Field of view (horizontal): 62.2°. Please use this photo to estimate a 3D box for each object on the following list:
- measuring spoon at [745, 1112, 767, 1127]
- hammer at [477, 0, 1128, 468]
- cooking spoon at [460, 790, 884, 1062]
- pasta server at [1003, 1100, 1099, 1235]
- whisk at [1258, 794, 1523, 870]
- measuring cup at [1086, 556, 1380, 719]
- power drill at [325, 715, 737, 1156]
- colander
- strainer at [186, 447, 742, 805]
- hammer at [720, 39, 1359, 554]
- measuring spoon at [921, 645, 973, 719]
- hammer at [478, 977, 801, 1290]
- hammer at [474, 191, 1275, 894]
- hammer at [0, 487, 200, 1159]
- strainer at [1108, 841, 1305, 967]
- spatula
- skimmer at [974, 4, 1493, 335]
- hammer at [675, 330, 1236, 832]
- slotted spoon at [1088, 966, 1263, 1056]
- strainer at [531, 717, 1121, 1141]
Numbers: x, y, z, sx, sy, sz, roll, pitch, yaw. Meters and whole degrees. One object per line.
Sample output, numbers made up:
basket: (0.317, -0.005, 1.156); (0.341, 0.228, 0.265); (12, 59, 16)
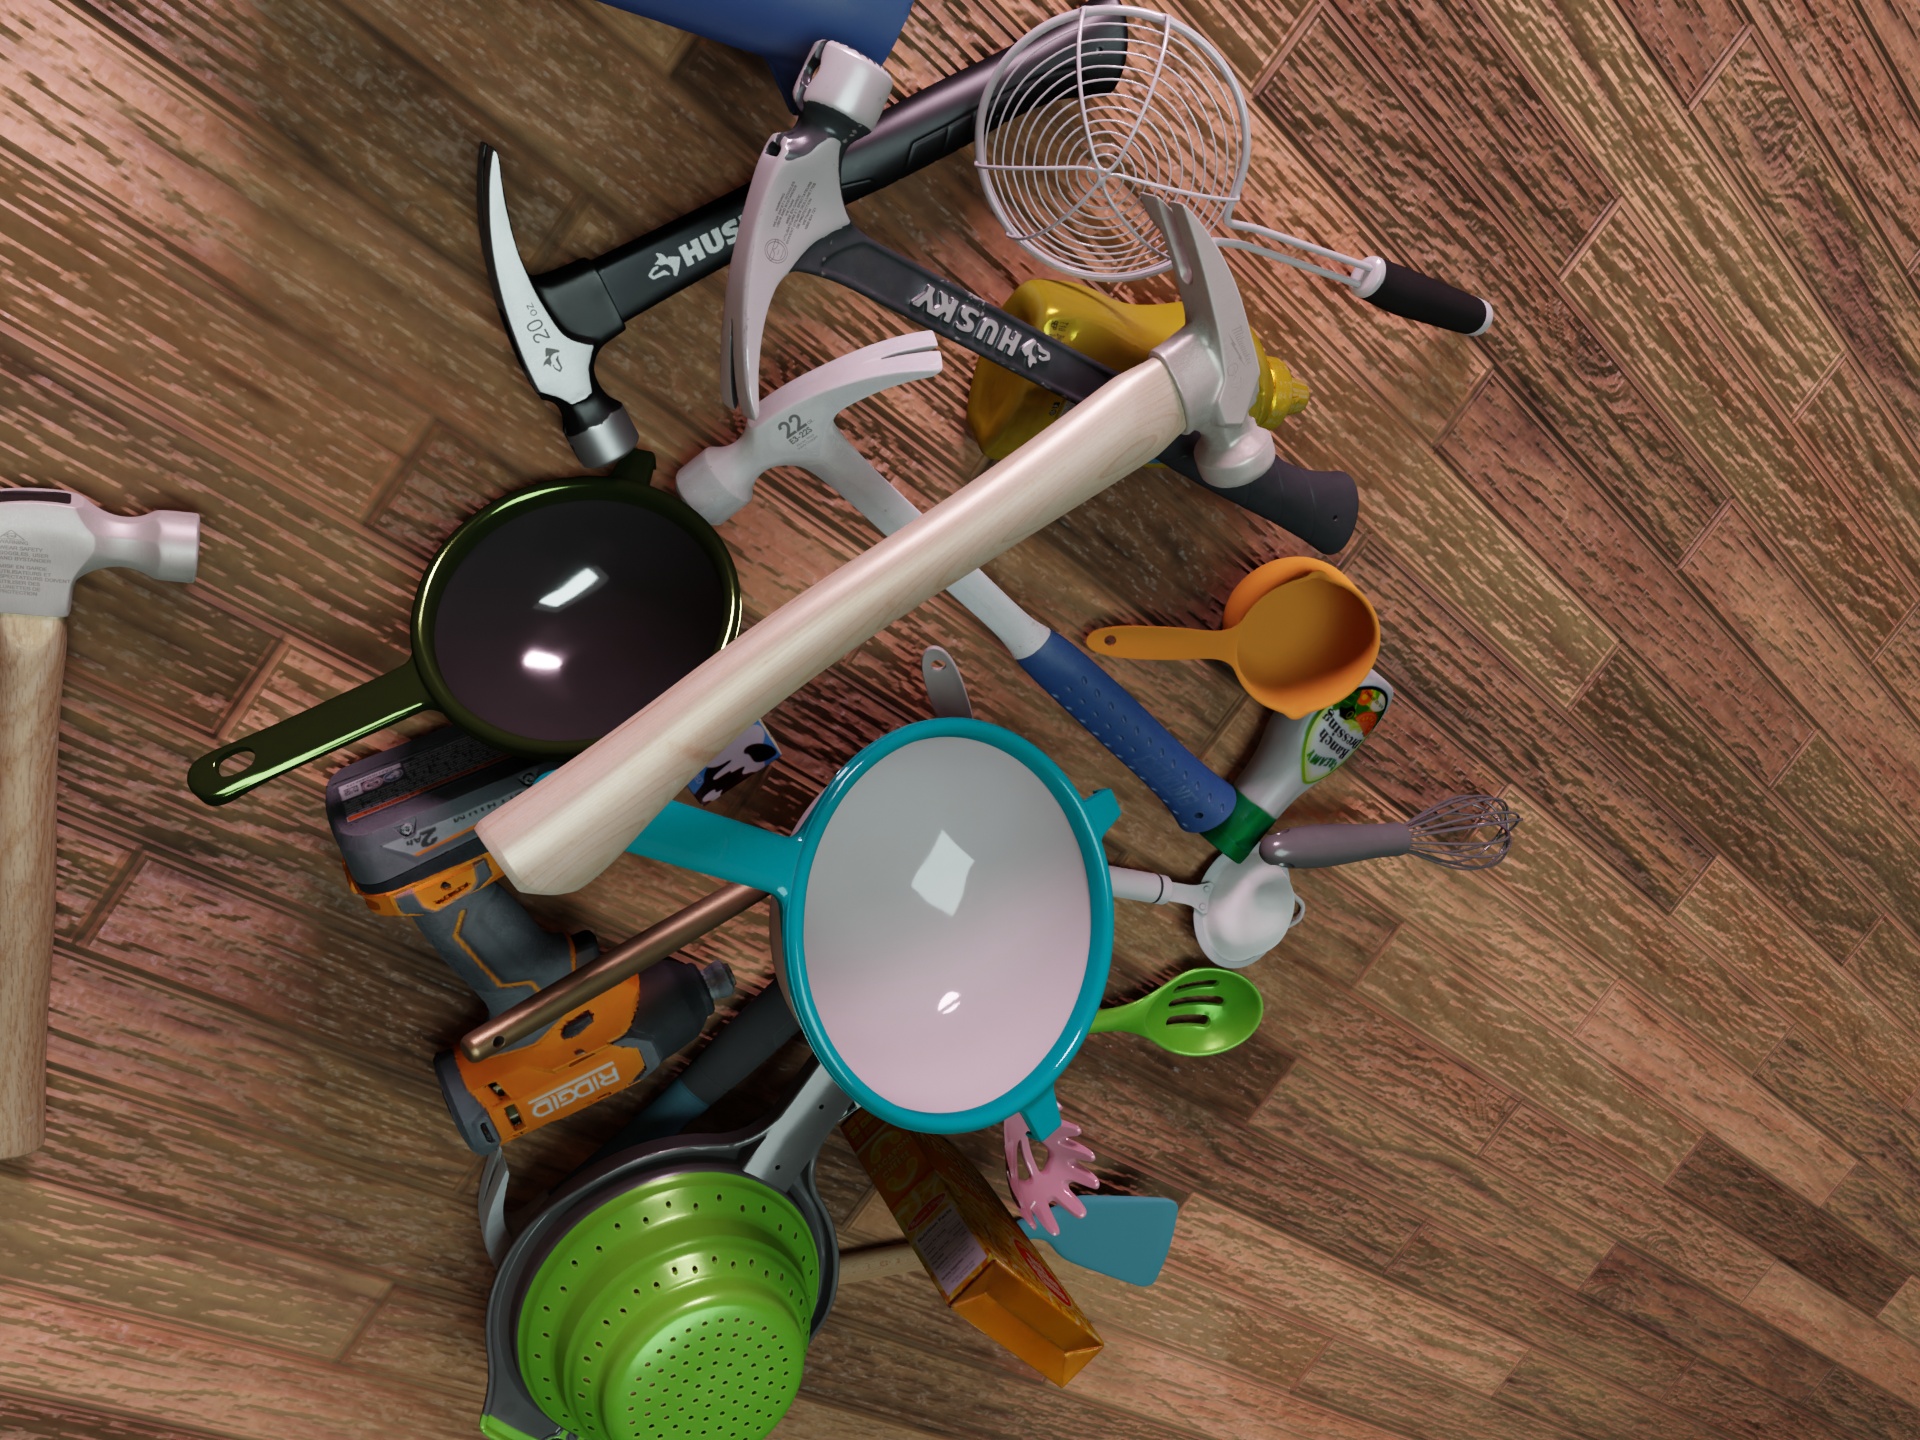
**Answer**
measuring spoon: (-0.102, 0.247, 0.974); (0.128, 0.021, 0.042); (-33, 123, -11)
hammer: (-0.065, -0.259, 0.745); (0.335, 0.035, 0.146); (-31, 124, -10)
cooking spoon: (-0.119, 0.093, 0.836); (0.319, 0.017, 0.068); (-29, 122, -37)
pasta server: (0.027, 0.180, 0.972); (0.060, 0.040, 0.316); (-26, 117, -26)
whisk: (0.287, 0.078, 1.055); (0.238, 0.055, 0.055); (-1, 114, -33)
measuring cup: (0.159, -0.055, 0.949); (0.173, 0.052, 0.095); (1, 116, -3)
power drill: (-0.213, 0.107, 0.822); (0.164, 0.084, 0.226); (-23, 125, -17)
colander: (-0.103, 0.276, 0.884); (0.204, 0.095, 0.397); (38, 87, -30)
strainer: (-0.222, -0.014, 0.741); (0.256, 0.152, 0.069); (-26, 156, -13)
hammer: (0.063, -0.154, 0.764); (0.408, 0.036, 0.149); (18, 102, -40)
measuring spoon: (-0.001, -0.003, 0.892); (0.034, 0.018, 0.124); (-10, 137, 8)
hammer: (-0.144, 0.207, 0.929); (0.331, 0.033, 0.128); (-43, 125, -2)
hammer: (-0.034, -0.068, 0.696); (0.410, 0.038, 0.146); (-36, 129, -13)
hammer: (-0.429, 0.056, 0.719); (0.130, 0.031, 0.331); (4, 111, -28)
strainer: (0.134, 0.111, 1.017); (0.258, 0.050, 0.087); (12, 92, -27)
spatula: (-0.006, 0.361, 1.063); (0.317, 0.044, 0.082); (-2, 120, -24)
skimmer: (0.165, -0.264, 0.832); (0.363, 0.090, 0.127); (0, 141, -44)
hammer: (0.038, -0.051, 0.875); (0.144, 0.035, 0.405); (-33, 131, 21)
slotted spoon: (0.056, 0.195, 1.025); (0.313, 0.031, 0.070); (0, 113, -24)
strainer: (-0.074, 0.086, 0.810); (0.340, 0.095, 0.211); (22, 73, -33)
